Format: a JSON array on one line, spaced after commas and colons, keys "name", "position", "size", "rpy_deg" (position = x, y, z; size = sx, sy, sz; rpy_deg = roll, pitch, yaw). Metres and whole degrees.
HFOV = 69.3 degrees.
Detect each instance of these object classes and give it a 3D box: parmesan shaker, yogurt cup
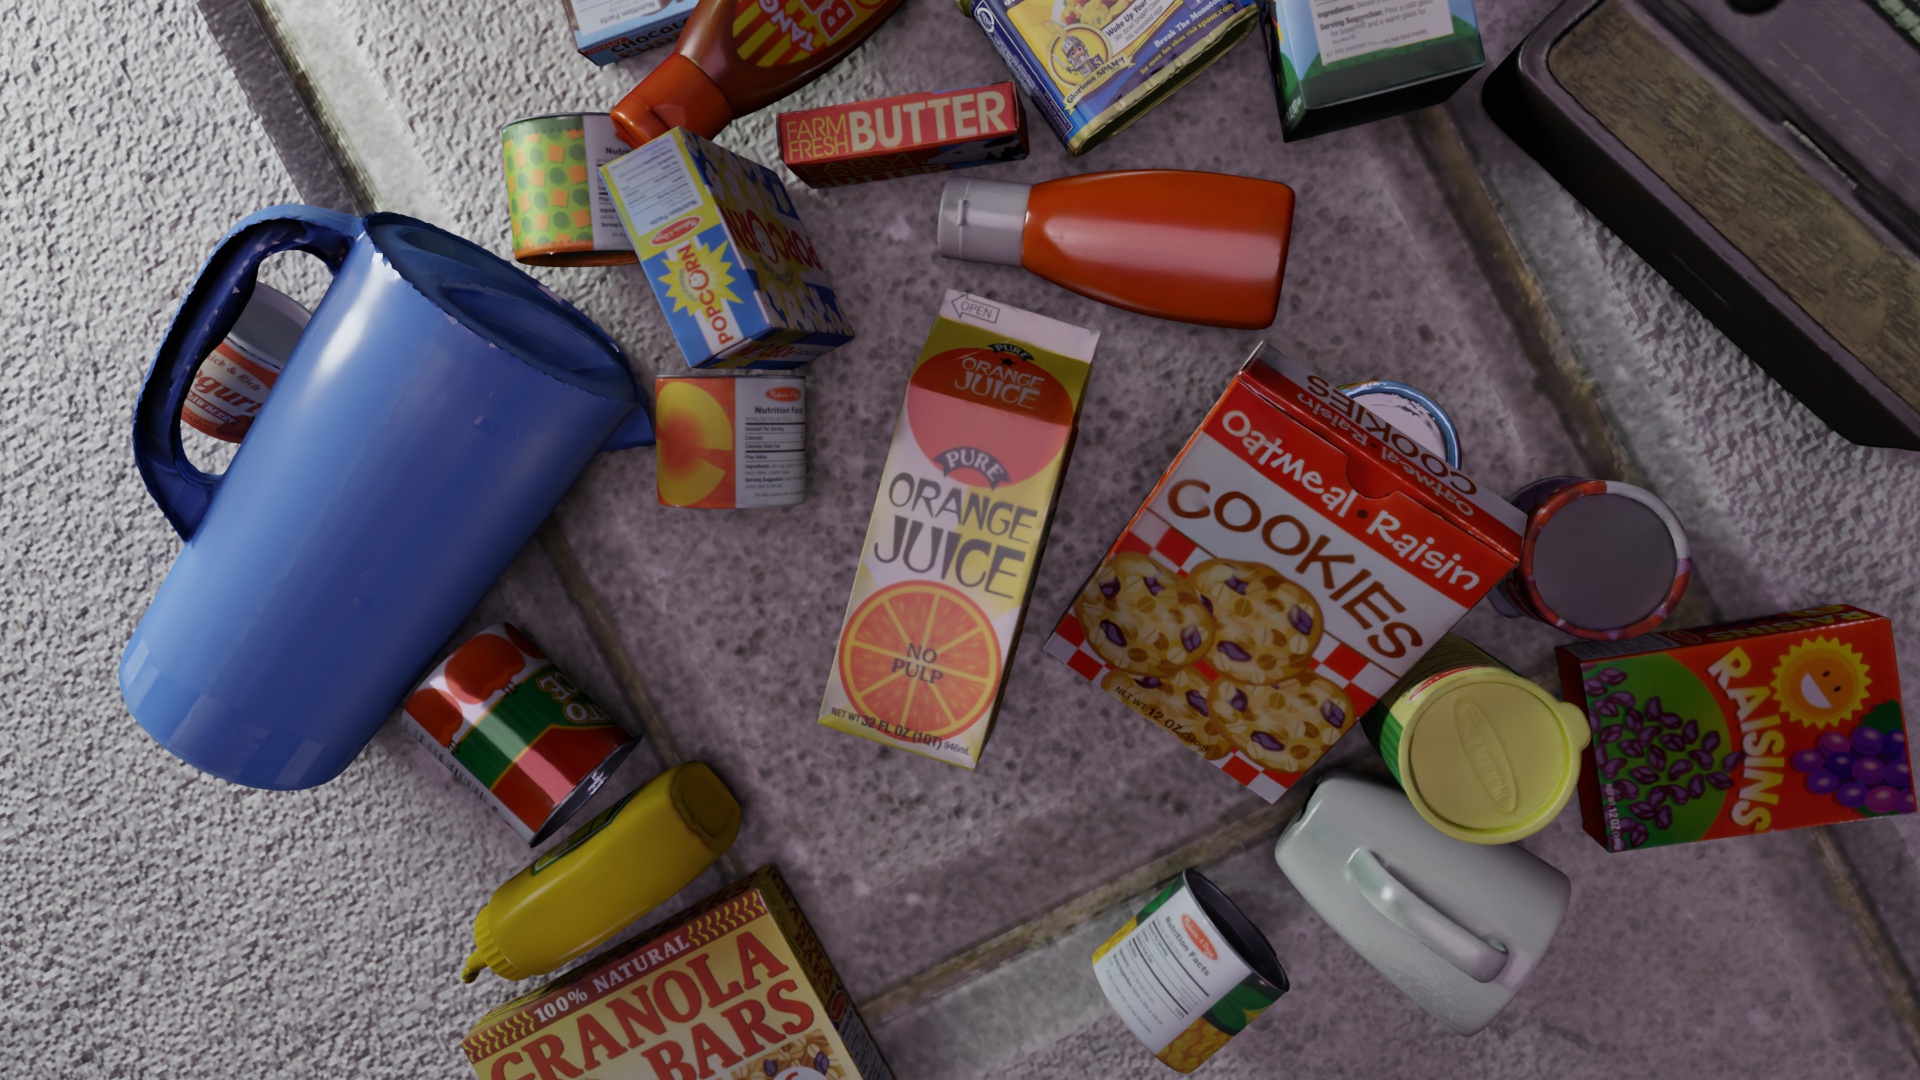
[{"name": "parmesan shaker", "position": [0.207, 0.077, 0.572], "size": [0.071, 0.103, 0.071], "rpy_deg": [1, 95, 7]}, {"name": "yogurt cup", "position": [-0.332, -0.082, 0.642], "size": [0.072, 0.072, 0.054], "rpy_deg": [45, 106, 1]}]

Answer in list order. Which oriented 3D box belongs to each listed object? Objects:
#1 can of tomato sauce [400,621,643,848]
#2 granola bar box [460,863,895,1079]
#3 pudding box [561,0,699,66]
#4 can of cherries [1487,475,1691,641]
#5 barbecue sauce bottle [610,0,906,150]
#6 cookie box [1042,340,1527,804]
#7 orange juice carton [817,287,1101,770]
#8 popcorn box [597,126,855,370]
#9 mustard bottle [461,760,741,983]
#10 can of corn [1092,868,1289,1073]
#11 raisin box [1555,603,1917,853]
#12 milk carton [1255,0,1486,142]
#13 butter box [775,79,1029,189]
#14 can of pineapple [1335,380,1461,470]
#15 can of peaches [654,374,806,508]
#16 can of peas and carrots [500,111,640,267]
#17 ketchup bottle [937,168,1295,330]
[{"name": "can of tomato sauce", "position": [-0.201, 0.087, 0.639], "size": [0.083, 0.071, 0.071], "rpy_deg": [42, 98, 2]}, {"name": "granola bar box", "position": [-0.132, 0.246, 0.656], "size": [0.165, 0.039, 0.124], "rpy_deg": [-29, 91, 8]}, {"name": "pudding box", "position": [-0.136, -0.251, 0.623], "size": [0.084, 0.030, 0.049], "rpy_deg": [-17, 91, 7]}, {"name": "can of cherries", "position": [0.260, 0.009, 0.583], "size": [0.071, 0.058, 0.071], "rpy_deg": [0, 94, 6]}, {"name": "barbecue sauce bottle", "position": [-0.083, -0.217, 0.590], "size": [0.149, 0.044, 0.064], "rpy_deg": [-47, 113, -9]}, {"name": "cookie box", "position": [0.126, 0.019, 0.567], "size": [0.123, 0.040, 0.166], "rpy_deg": [34, 130, 3]}, {"name": "orange juice carton", "position": [0.002, -0.008, 0.604], "size": [0.072, 0.073, 0.192], "rpy_deg": [16, 96, 5]}, {"name": "popcorn box", "position": [-0.092, -0.116, 0.579], "size": [0.038, 0.127, 0.085], "rpy_deg": [-24, 91, 12]}, {"name": "mustard bottle", "position": [-0.177, 0.163, 0.644], "size": [0.160, 0.065, 0.049], "rpy_deg": [-35, 94, 12]}, {"name": "can of corn", "position": [0.102, 0.190, 0.613], "size": [0.058, 0.071, 0.071], "rpy_deg": [-44, 89, 9]}, {"name": "raisin box", "position": [0.327, 0.080, 0.591], "size": [0.123, 0.040, 0.086], "rpy_deg": [-10, 93, 8]}, {"name": "milk carton", "position": [0.152, -0.271, 0.568], "size": [0.073, 0.072, 0.190], "rpy_deg": [-12, 94, 7]}, {"name": "butter box", "position": [-0.024, -0.175, 0.604], "size": [0.103, 0.053, 0.024], "rpy_deg": [-6, 92, 7]}, {"name": "can of pineapple", "position": [0.174, -0.036, 0.590], "size": [0.071, 0.058, 0.071], "rpy_deg": [1, 94, 7]}, {"name": "can of peaches", "position": [-0.103, -0.045, 0.618], "size": [0.071, 0.071, 0.058], "rpy_deg": [0, 95, 7]}, {"name": "can of peas and carrots", "position": [-0.168, -0.154, 0.617], "size": [0.071, 0.071, 0.058], "rpy_deg": [-4, 95, 7]}, {"name": "ketchup bottle", "position": [0.066, -0.132, 0.602], "size": [0.149, 0.043, 0.064], "rpy_deg": [9, 95, 6]}]
